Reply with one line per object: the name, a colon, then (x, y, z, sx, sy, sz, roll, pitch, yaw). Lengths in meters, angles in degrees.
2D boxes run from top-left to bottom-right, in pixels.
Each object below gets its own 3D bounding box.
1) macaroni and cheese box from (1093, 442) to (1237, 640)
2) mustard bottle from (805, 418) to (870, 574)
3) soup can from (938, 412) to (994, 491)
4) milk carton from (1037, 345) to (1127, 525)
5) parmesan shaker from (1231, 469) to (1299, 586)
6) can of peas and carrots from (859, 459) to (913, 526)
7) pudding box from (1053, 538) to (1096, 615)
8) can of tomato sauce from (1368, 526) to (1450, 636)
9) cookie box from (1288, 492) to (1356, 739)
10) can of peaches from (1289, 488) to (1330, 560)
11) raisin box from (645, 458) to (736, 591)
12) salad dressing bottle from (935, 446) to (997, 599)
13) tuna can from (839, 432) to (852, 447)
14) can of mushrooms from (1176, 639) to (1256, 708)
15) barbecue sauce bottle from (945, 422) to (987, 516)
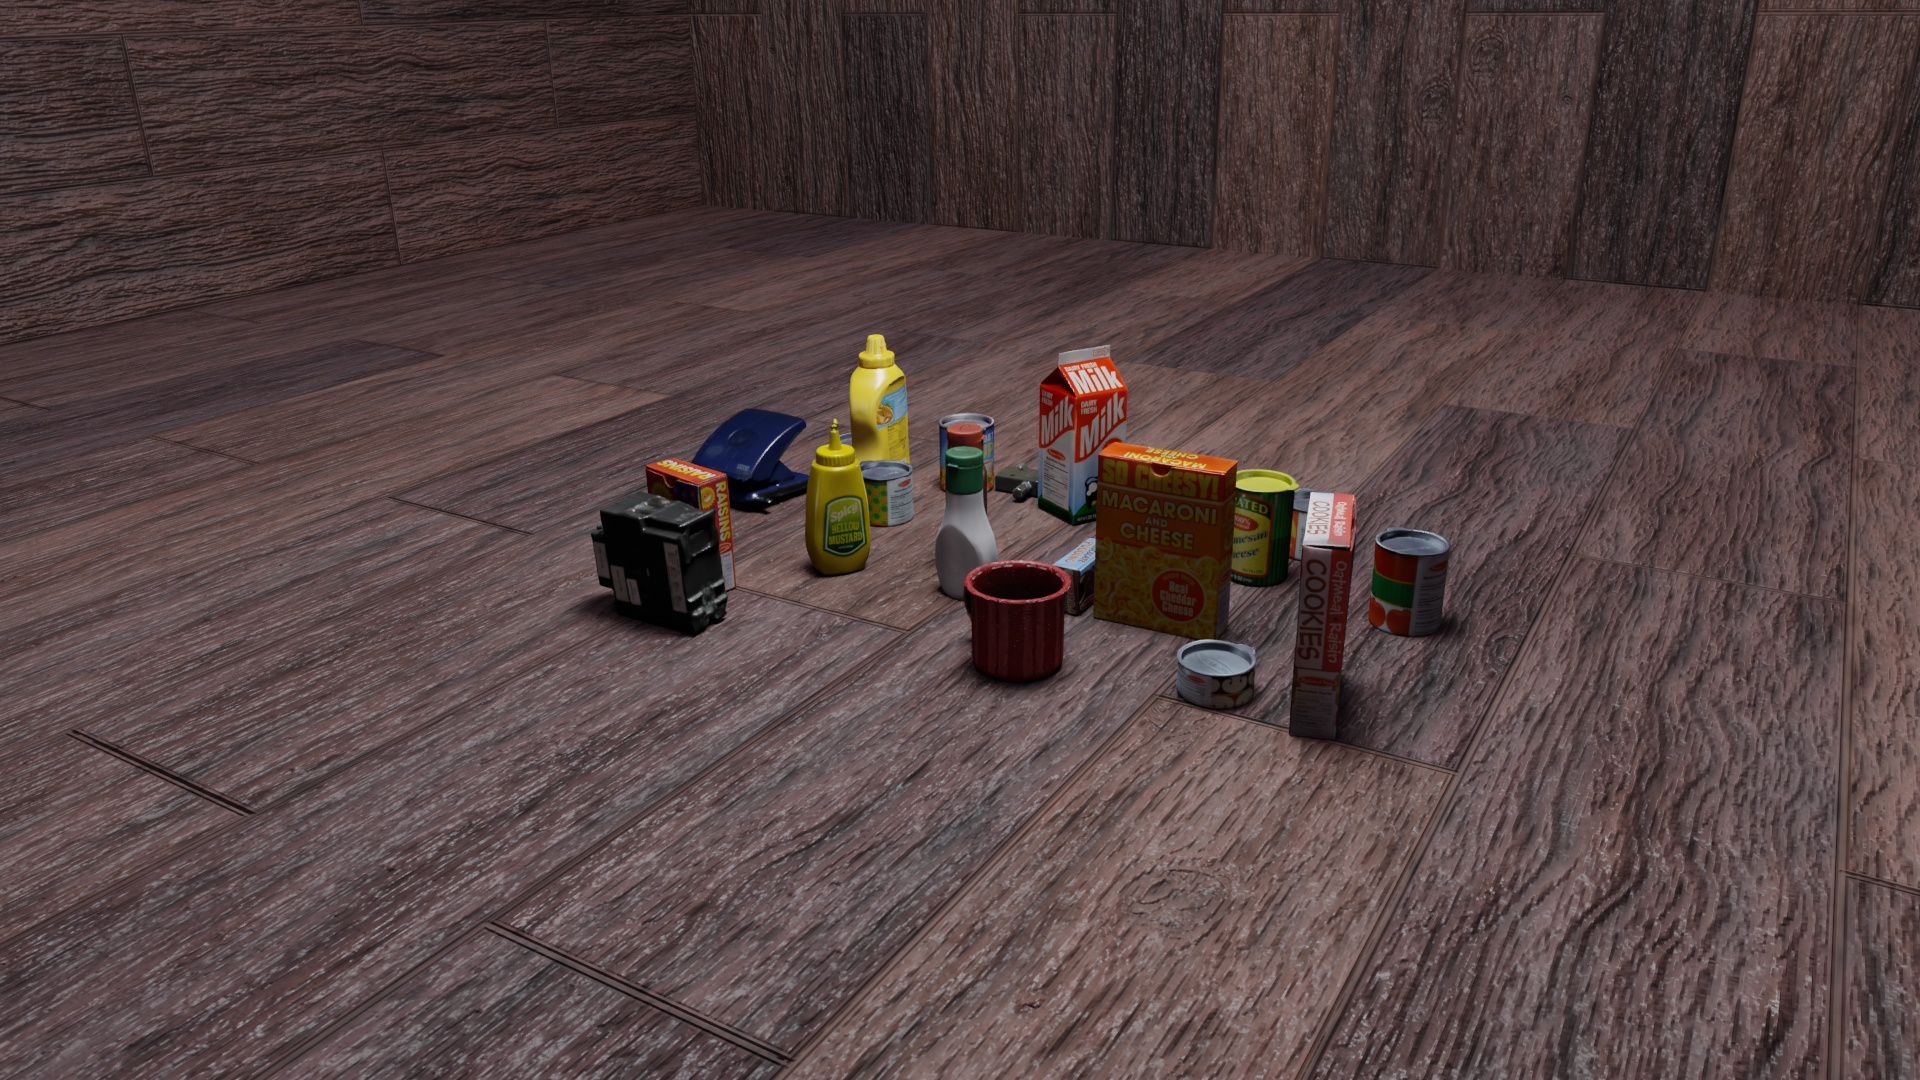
macaroni and cheese box: (0.187, 0.001, 1.281, 0.124, 0.165, 0.040, 11, 24, 27)
mustard bottle: (-0.127, -0.046, 1.417, 0.065, 0.159, 0.049, -11, 24, -24)
soup can: (0.008, -0.102, 1.655, 0.071, 0.083, 0.071, -1, 22, 0)
milk carton: (0.137, -0.122, 1.557, 0.072, 0.189, 0.073, -13, 25, -29)
parmesan shaker: (0.302, -0.012, 1.395, 0.071, 0.102, 0.071, -1, 22, 0)
can of peas and carrots: (-0.088, -0.054, 1.572, 0.071, 0.058, 0.071, -1, 22, 0)
pudding box: (0.121, 0.034, 1.357, 0.030, 0.049, 0.084, 11, 25, 28)
can of tomato sauce: (0.415, 0.038, 1.293, 0.071, 0.082, 0.071, -1, 22, 0)
cookie box: (0.296, 0.058, 1.133, 0.040, 0.166, 0.123, 5, 22, 15)
can of peaches: (0.369, -0.016, 1.463, 0.071, 0.057, 0.071, -1, 22, 0)
raisin box: (-0.270, -0.013, 1.390, 0.086, 0.123, 0.040, 17, 28, 38)
salad dressing bottle: (0.005, -0.017, 1.358, 0.064, 0.147, 0.044, 15, 26, 34)
tuna can: (-0.125, -0.114, 1.757, 0.071, 0.032, 0.071, -1, 22, 0)
can of mushrooms: (0.219, 0.113, 1.179, 0.071, 0.033, 0.071, -1, 22, 0)
barbecue sauce bottle: (0.006, -0.045, 1.427, 0.044, 0.148, 0.065, 3, 22, 9)
